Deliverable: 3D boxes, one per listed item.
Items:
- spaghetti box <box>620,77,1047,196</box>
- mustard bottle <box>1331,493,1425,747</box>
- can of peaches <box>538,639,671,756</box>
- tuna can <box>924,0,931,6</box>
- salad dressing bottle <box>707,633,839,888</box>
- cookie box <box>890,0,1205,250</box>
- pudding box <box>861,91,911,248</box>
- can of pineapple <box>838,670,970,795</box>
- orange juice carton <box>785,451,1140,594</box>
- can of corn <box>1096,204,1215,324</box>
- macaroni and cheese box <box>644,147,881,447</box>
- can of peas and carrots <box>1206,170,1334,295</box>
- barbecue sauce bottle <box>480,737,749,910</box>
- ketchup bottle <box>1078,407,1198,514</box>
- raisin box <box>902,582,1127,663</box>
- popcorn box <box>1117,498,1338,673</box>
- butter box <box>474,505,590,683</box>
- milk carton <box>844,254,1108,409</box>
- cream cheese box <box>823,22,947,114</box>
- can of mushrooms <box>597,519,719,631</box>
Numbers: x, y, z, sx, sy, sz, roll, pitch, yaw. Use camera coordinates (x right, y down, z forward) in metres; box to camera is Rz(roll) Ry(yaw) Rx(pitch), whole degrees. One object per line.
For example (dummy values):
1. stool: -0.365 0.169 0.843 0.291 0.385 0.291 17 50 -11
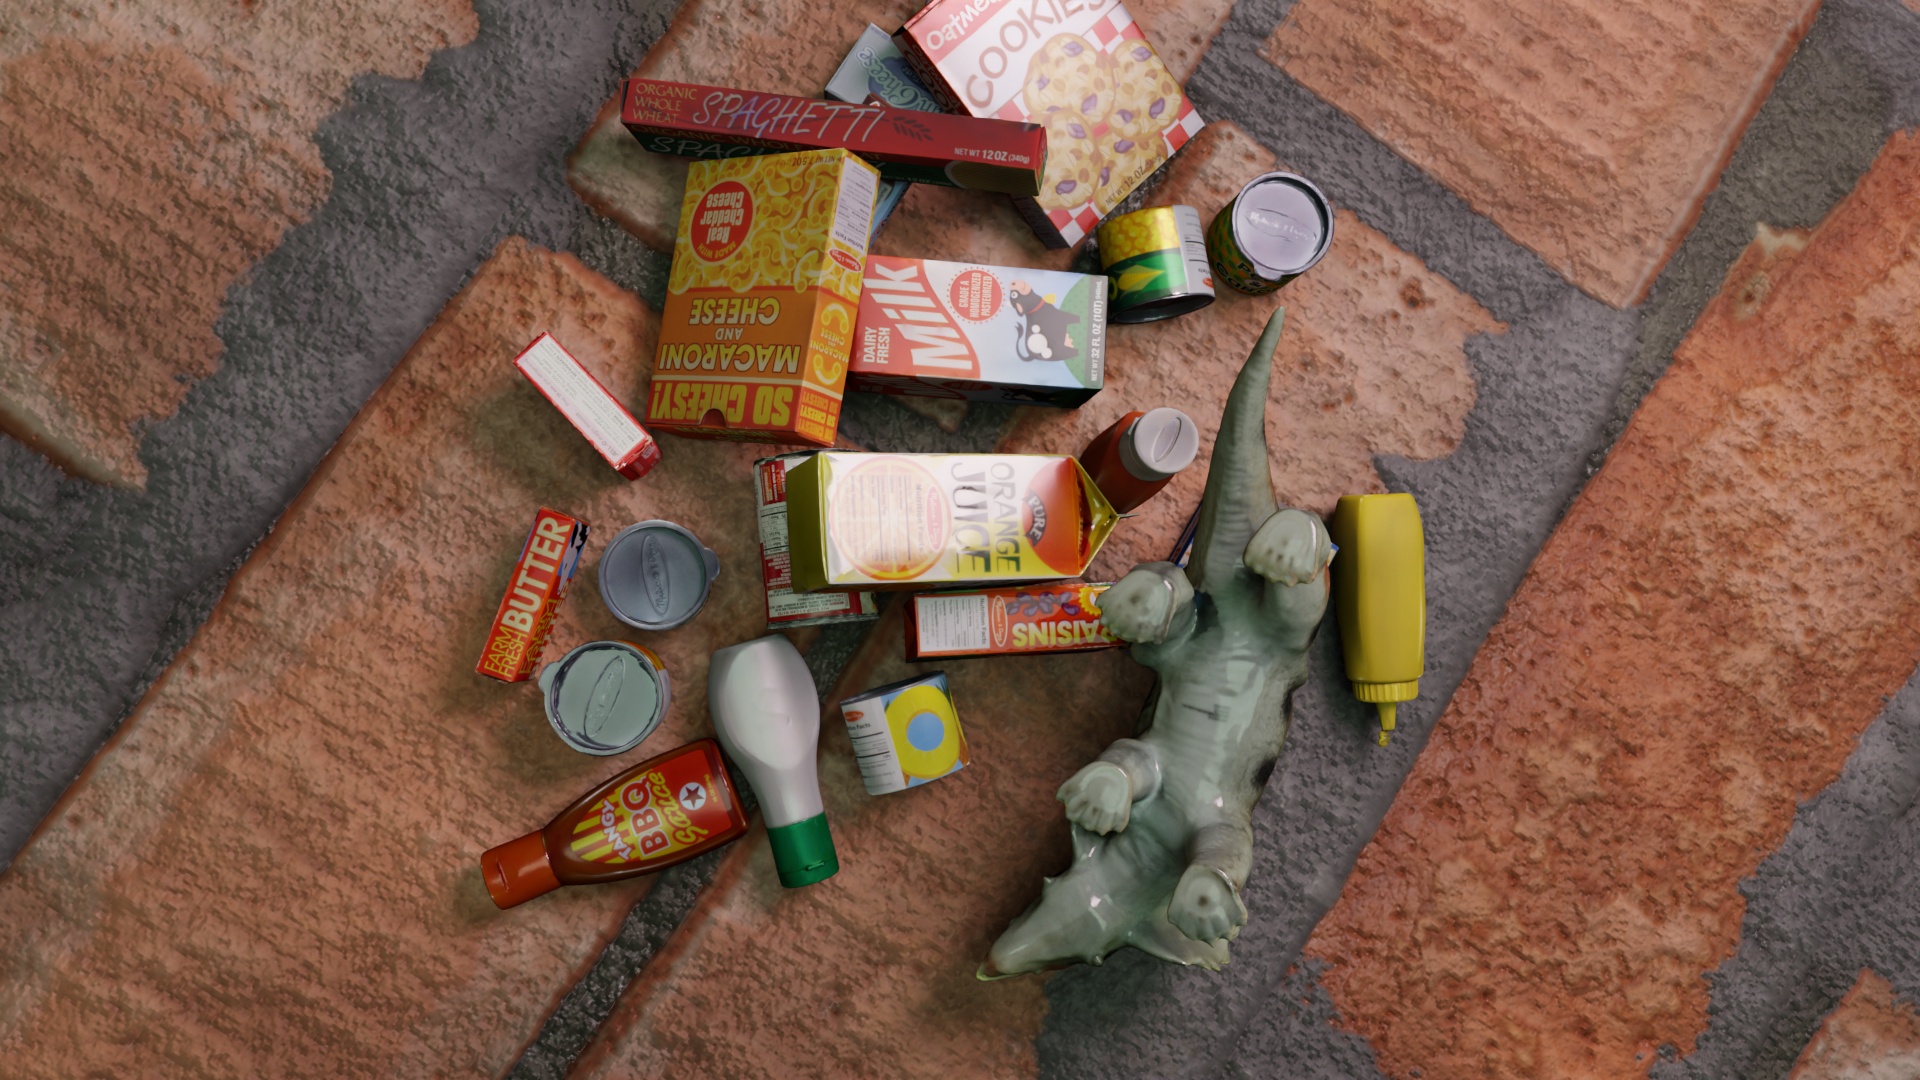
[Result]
1. spaghetti box: -0.074 -0.236 0.815 0.250 0.050 0.028 8 86 7
2. mustard bottle: 0.265 0.050 0.876 0.049 0.065 0.160 -4 92 -2
3. can of peaches: -0.208 0.090 0.816 0.071 0.058 0.071 0 86 -6
4. tuna can: 0.007 -0.329 0.887 0.071 0.033 0.071 1 86 -7
5. salad dressing bottle: -0.109 0.132 0.832 0.064 0.044 0.147 -14 88 -24
6. cookie box: 0.056 -0.285 0.861 0.123 0.040 0.167 -43 110 -8
7. pudding box: -0.056 -0.227 0.860 0.049 0.030 0.083 34 104 -3
8. can of pineapple: -0.031 0.114 0.832 0.071 0.071 0.058 -17 89 -8
9. orange juice carton: 0.003 -0.010 0.794 0.193 0.071 0.073 -1 84 -23
10. can of corn: 0.120 -0.172 0.873 0.071 0.071 0.058 -9 87 -7
11. macaroni and cheese box: -0.119 -0.142 0.821 0.123 0.040 0.166 5 83 34
12. can of peas and carrots: 0.196 -0.192 0.886 0.071 0.058 0.071 0 86 -6
13. barbecue sauce bottle: -0.204 0.171 0.817 0.149 0.043 0.065 -22 80 -8
14. ketchup bottle: 0.103 -0.048 0.819 0.043 0.148 0.065 28 83 -3
15. raisin box: 0.030 0.050 0.834 0.123 0.086 0.040 -2 82 -7
16. popcorn box: 0.169 0.036 0.875 0.085 0.038 0.127 31 83 -4
17. butter box: -0.250 0.033 0.818 0.024 0.053 0.103 20 84 -3
18. milk carton: -0.011 -0.127 0.849 0.191 0.073 0.072 5 85 -6
19. cream cheese box: -0.029 -0.277 0.883 0.104 0.024 0.053 31 84 -3
20. can of mushrooms: -0.180 0.021 0.837 0.071 0.033 0.071 1 85 -6
